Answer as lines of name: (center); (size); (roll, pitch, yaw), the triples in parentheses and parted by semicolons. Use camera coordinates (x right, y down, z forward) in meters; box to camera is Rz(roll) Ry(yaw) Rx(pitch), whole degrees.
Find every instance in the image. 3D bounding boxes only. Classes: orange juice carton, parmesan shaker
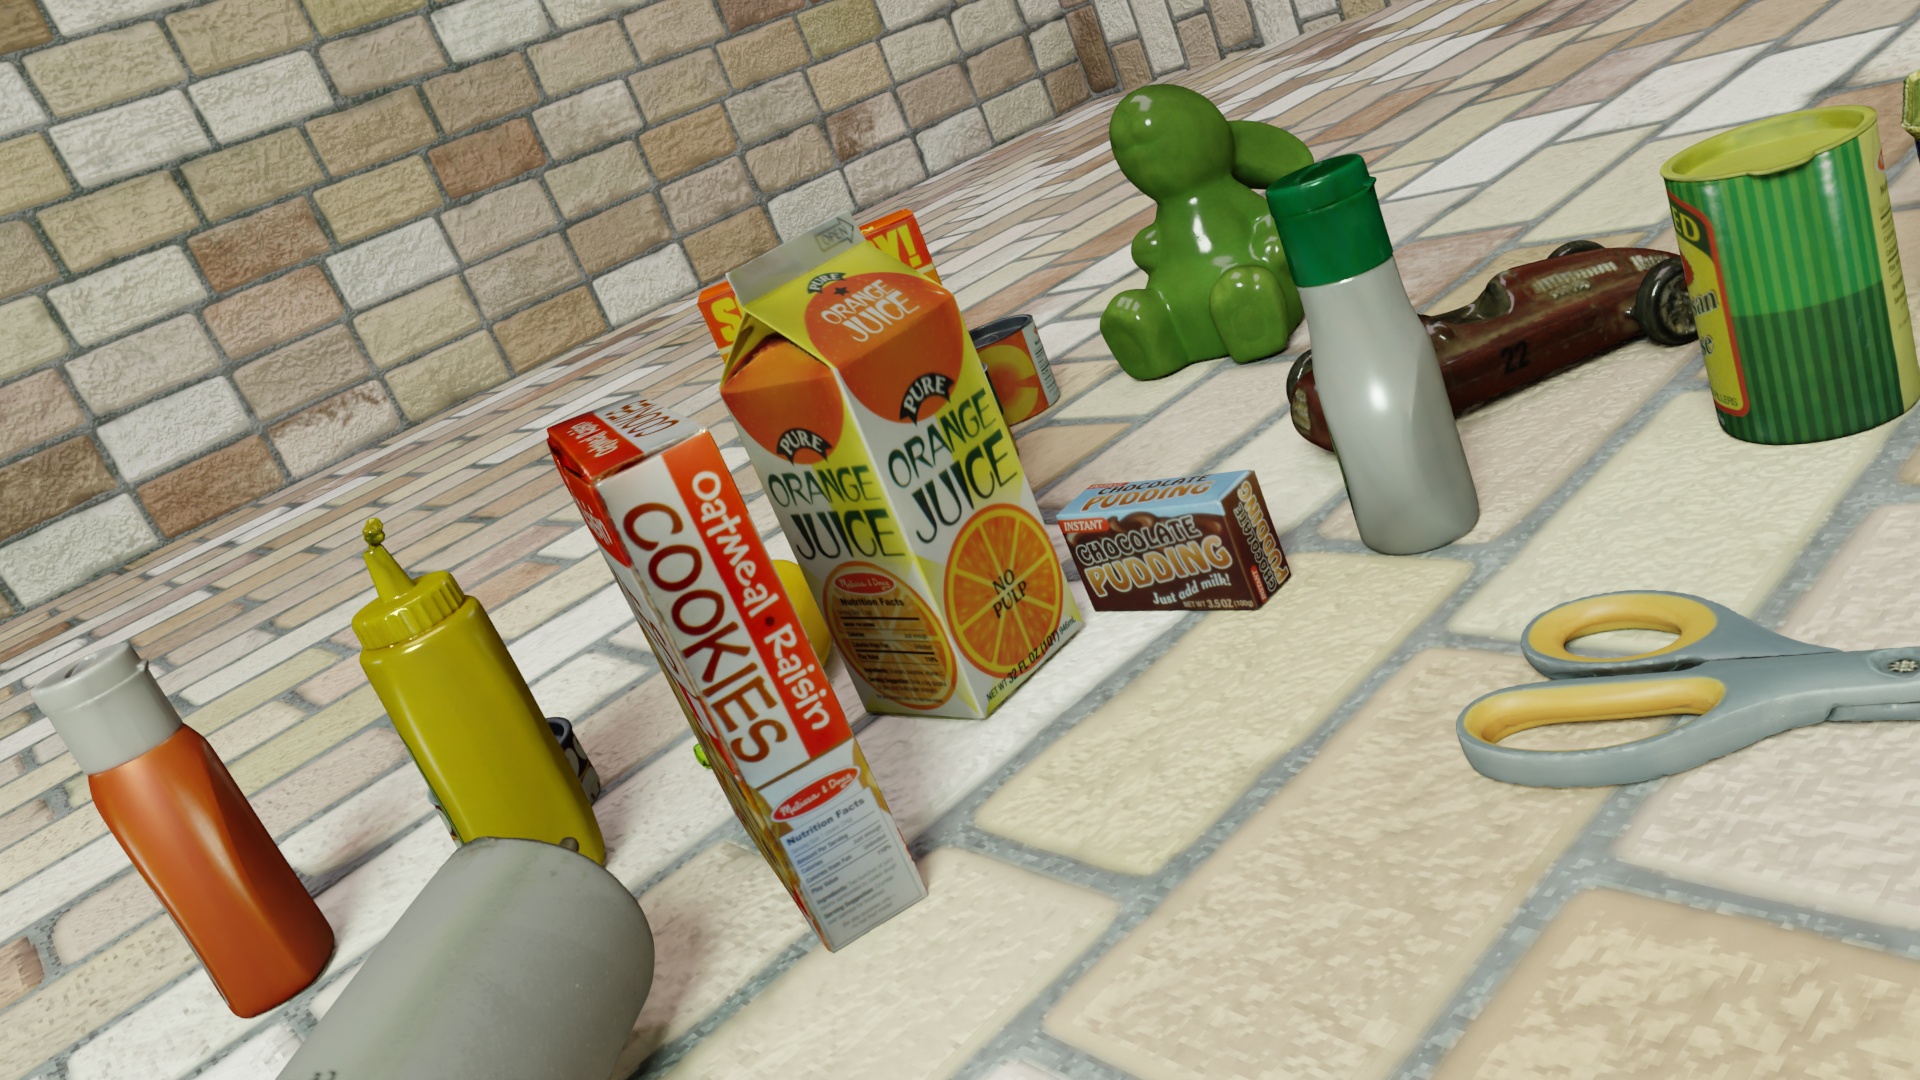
orange juice carton: (-0.029, -0.029, 0.548); (0.073, 0.192, 0.072); (-4, 26, 45)
parmesan shaker: (0.295, -0.092, 0.494); (0.071, 0.102, 0.071); (-20, 18, 7)

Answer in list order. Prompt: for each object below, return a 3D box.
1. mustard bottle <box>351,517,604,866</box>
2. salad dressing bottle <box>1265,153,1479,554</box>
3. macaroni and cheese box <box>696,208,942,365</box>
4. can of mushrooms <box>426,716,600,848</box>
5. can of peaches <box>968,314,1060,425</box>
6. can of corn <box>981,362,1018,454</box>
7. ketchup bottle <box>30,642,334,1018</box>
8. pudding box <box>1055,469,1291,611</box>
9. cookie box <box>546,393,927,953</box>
mustard bottle: (-0.189, 0.063, 0.528); (0.049, 0.159, 0.065); (-28, 19, -16)
salad dressing bottle: (0.153, -0.068, 0.519); (0.044, 0.147, 0.064); (-10, 22, 34)
macaroni and cheese box: (-0.052, -0.079, 0.755); (0.124, 0.166, 0.040); (-23, 18, -1)
can of mushrooms: (-0.195, 0.108, 0.610); (0.071, 0.033, 0.071); (-20, 18, 7)
can of peaches: (0.025, -0.111, 0.928); (0.071, 0.058, 0.071); (-20, 18, 7)
can of corn: (-0.006, -0.067, 0.839); (0.071, 0.058, 0.071); (-20, 18, 7)
ketchup bottle: (-0.301, 0.111, 0.541); (0.044, 0.148, 0.065); (-28, 19, -17)
pudding box: (0.085, 0.001, 0.561); (0.083, 0.049, 0.030); (-4, 26, 44)
cookie box: (-0.080, 0.037, 0.463); (0.040, 0.167, 0.123); (-28, 19, -16)
